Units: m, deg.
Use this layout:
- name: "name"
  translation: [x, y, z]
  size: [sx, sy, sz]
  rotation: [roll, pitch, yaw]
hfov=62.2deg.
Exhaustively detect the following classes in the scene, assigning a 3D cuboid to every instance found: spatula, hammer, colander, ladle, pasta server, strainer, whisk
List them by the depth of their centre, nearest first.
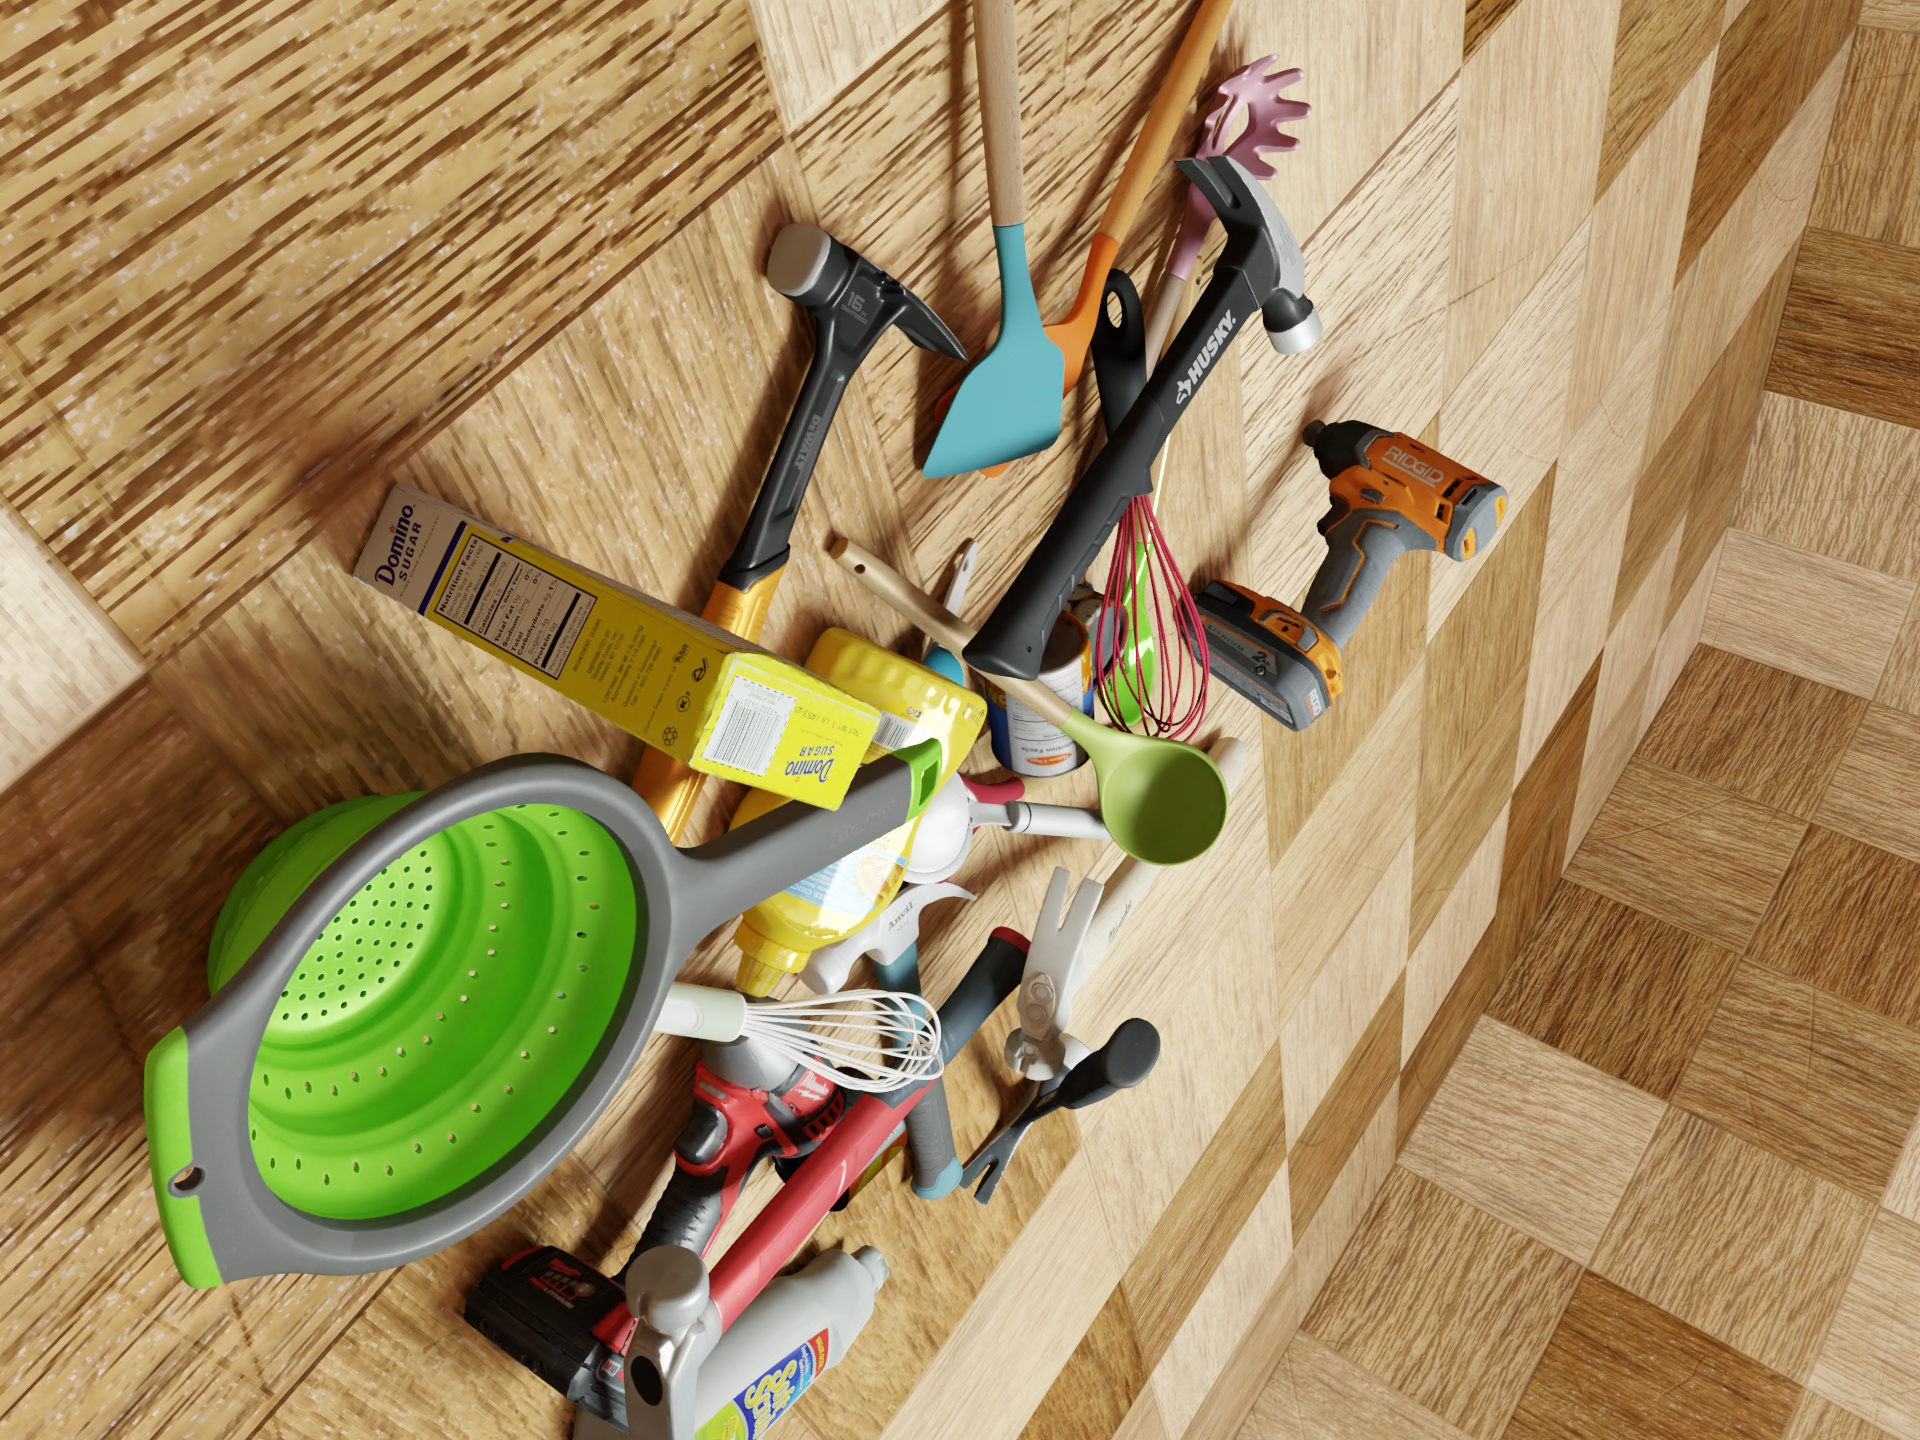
- name: "colander"
  translation: [-0.160, 0.069, 0.661]
  size: [0.397, 0.095, 0.204]
  rotation: [-26, 132, -46]
- name: "hammer"
  translation: [-0.100, -0.049, 0.736]
  size: [0.127, 0.034, 0.337]
  rotation: [18, 97, -59]
- name: "spatula"
  translation: [0.014, -0.264, 0.753]
  size: [0.082, 0.044, 0.317]
  rotation: [-18, 122, -21]
- name: "whisk"
  translation: [-0.106, 0.149, 0.789]
  size: [0.246, 0.059, 0.058]
  rotation: [18, 105, -37]
- name: "hammer"
  translation: [0.095, -0.157, 0.863]
  size: [0.335, 0.035, 0.146]
  rotation: [-57, 134, -21]
- name: "spatula"
  translation: [0.081, -0.283, 0.865]
  size: [0.081, 0.041, 0.323]
  rotation: [37, 75, -58]
- name: "ladle"
  translation: [0.044, -0.008, 0.883]
  size: [0.078, 0.062, 0.319]
  rotation: [-41, 131, 16]
- name: "hammer"
  translation: [-0.055, 0.242, 0.896]
  size: [0.386, 0.038, 0.143]
  rotation: [-40, 141, -51]
- name: "strainer"
  translation: [0.027, 0.054, 0.932]
  size: [0.258, 0.050, 0.087]
  rotation: [8, 65, -43]
- name: "whisk"
  translation: [0.104, -0.117, 0.943]
  size: [0.073, 0.073, 0.295]
  rotation: [-31, 121, -44]
- name: "pasta server"
  translation: [0.121, -0.237, 0.946]
  size: [0.060, 0.040, 0.316]
  rotation: [16, 101, -34]
- name: "hammer"
  translation: [-0.032, 0.219, 1.046]
  size: [0.128, 0.033, 0.330]
  rotation: [-43, 144, -31]
- name: "ladle"
  translation: [0.051, 0.036, 1.048]
  size: [0.315, 0.031, 0.069]
  rotation: [-22, 112, -53]
- name: "hammer"
  translation: [0.070, 0.253, 1.073]
  size: [0.149, 0.036, 0.408]
  rotation: [-50, 173, -18]
- name: "hammer"
  translation: [0.137, 0.090, 1.135]
  size: [0.411, 0.038, 0.146]
  rotation: [-40, 146, -57]

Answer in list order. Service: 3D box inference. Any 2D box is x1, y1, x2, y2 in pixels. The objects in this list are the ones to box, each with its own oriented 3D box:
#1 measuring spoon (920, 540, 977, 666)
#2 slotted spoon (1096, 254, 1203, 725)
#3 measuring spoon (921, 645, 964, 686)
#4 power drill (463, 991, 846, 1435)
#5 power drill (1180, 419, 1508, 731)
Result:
- name: "measuring spoon"
  translation: [-0.019, -0.046, 0.891]
  size: [0.124, 0.018, 0.034]
  rotation: [-68, 162, -9]
- name: "slotted spoon"
  translation: [0.124, -0.143, 1.033]
  size: [0.070, 0.031, 0.313]
  rotation: [-26, 130, -49]
- name: "measuring spoon"
  translation: [-0.001, -0.003, 0.920]
  size: [0.042, 0.021, 0.128]
  rotation: [-65, 161, -15]
- name: "power drill"
  translation: [-0.149, 0.248, 0.840]
  size: [0.220, 0.079, 0.143]
  rotation: [-55, 150, -24]
- name: "power drill"
  translation: [0.267, -0.121, 1.172]
  size: [0.226, 0.164, 0.084]
  rotation: [-47, 148, -6]
